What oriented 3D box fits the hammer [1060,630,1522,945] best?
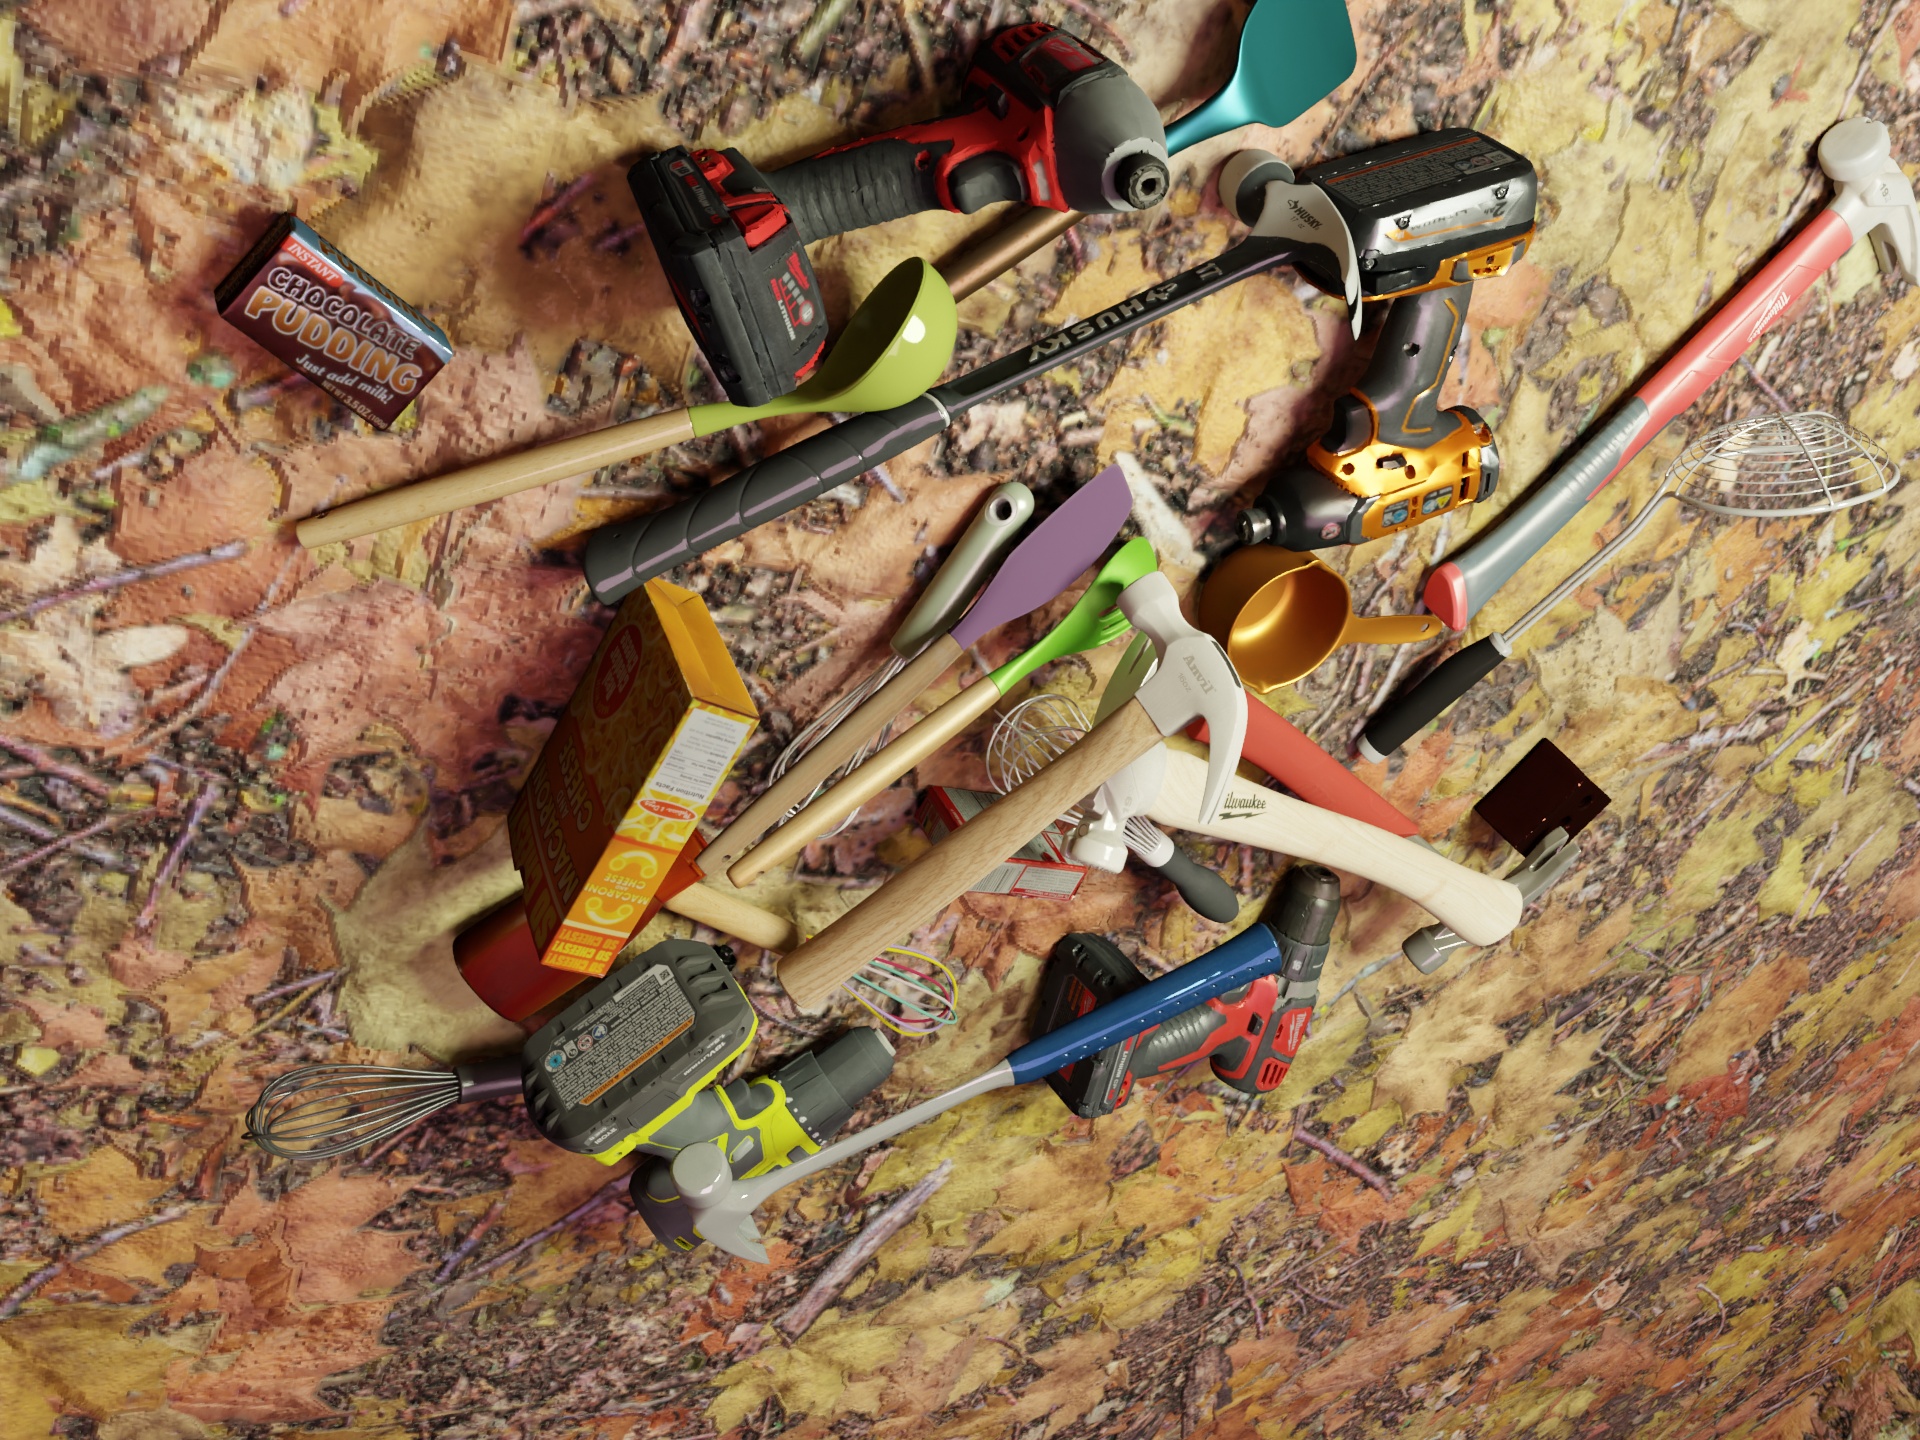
[{"bbox_3d":[0.240,0.067,1.034,0.410,0.038,0.146,20,86,-35],"label":"hammer"}]

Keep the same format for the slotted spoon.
[{"bbox_3d":[-0.001,-0.003,0.897,0.314,0.031,0.070,-36,153,-15],"label":"slotted spoon"}]

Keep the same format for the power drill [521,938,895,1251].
[{"bbox_3d":[-0.147,0.227,0.984,0.190,0.080,0.228,-37,144,-6],"label":"power drill"}]

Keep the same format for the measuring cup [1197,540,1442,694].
[{"bbox_3d":[0.227,-0.070,1.002,0.173,0.052,0.095,-1,124,-30],"label":"measuring cup"}]

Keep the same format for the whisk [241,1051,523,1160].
[{"bbox_3d":[-0.297,0.217,0.943,0.239,0.055,0.055,-5,126,-31],"label":"whisk"}]

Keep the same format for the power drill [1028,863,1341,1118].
[{"bbox_3d":[0.175,0.194,1.158,0.226,0.080,0.187,0,117,-33],"label":"power drill"}]

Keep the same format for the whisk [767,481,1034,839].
[{"bbox_3d":[-0.034,-0.031,0.900,0.246,0.058,0.059,-55,164,13],"label":"whisk"}]

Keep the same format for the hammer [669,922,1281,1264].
[{"bbox_3d":[0.021,0.229,1.010,0.405,0.035,0.144,-23,144,-12],"label":"hammer"}]

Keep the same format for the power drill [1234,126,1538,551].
[{"bbox_3d":[0.231,-0.196,0.891,0.164,0.084,0.226,-20,135,-13],"label":"power drill"}]

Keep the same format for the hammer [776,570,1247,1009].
[{"bbox_3d":[0.022,0.066,0.910,0.331,0.130,0.031,-39,162,19],"label":"hammer"}]

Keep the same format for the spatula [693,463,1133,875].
[{"bbox_3d":[-0.022,-0.025,0.869,0.316,0.018,0.059,-42,144,-8],"label":"spatula"}]

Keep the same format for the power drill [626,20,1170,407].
[{"bbox_3d":[-0.020,-0.227,0.689,0.219,0.143,0.078,-25,135,-7],"label":"power drill"}]

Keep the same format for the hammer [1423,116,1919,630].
[{"bbox_3d":[0.461,-0.199,1.040,0.386,0.038,0.143,-46,134,9],"label":"hammer"}]

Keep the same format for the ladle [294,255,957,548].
[{"bbox_3d":[-0.154,-0.142,0.735,0.320,0.078,0.062,-17,121,-4],"label":"ladle"}]

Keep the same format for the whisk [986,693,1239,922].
[{"bbox_3d":[0.109,0.066,1.024,0.070,0.070,0.284,-44,131,8],"label":"whisk"}]

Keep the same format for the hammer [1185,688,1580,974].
[{"bbox_3d":[0.285,0.058,1.104,0.358,0.037,0.149,34,110,-33],"label":"hammer"}]

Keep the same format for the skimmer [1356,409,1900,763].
[{"bbox_3d":[0.423,-0.071,1.043,0.090,0.127,0.363,41,118,-8],"label":"skimmer"}]

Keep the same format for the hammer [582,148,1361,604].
[{"bbox_3d":[0.003,-0.156,0.778,0.409,0.149,0.036,-26,132,0],"label":"hammer"}]

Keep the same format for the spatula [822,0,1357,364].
[{"bbox_3d":[0.064,-0.266,0.786,0.317,0.044,0.082,-33,133,4],"label":"spatula"}]

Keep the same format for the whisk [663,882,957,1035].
[{"bbox_3d":[-0.089,0.151,1.005,0.244,0.051,0.047,30,112,-37],"label":"whisk"}]
